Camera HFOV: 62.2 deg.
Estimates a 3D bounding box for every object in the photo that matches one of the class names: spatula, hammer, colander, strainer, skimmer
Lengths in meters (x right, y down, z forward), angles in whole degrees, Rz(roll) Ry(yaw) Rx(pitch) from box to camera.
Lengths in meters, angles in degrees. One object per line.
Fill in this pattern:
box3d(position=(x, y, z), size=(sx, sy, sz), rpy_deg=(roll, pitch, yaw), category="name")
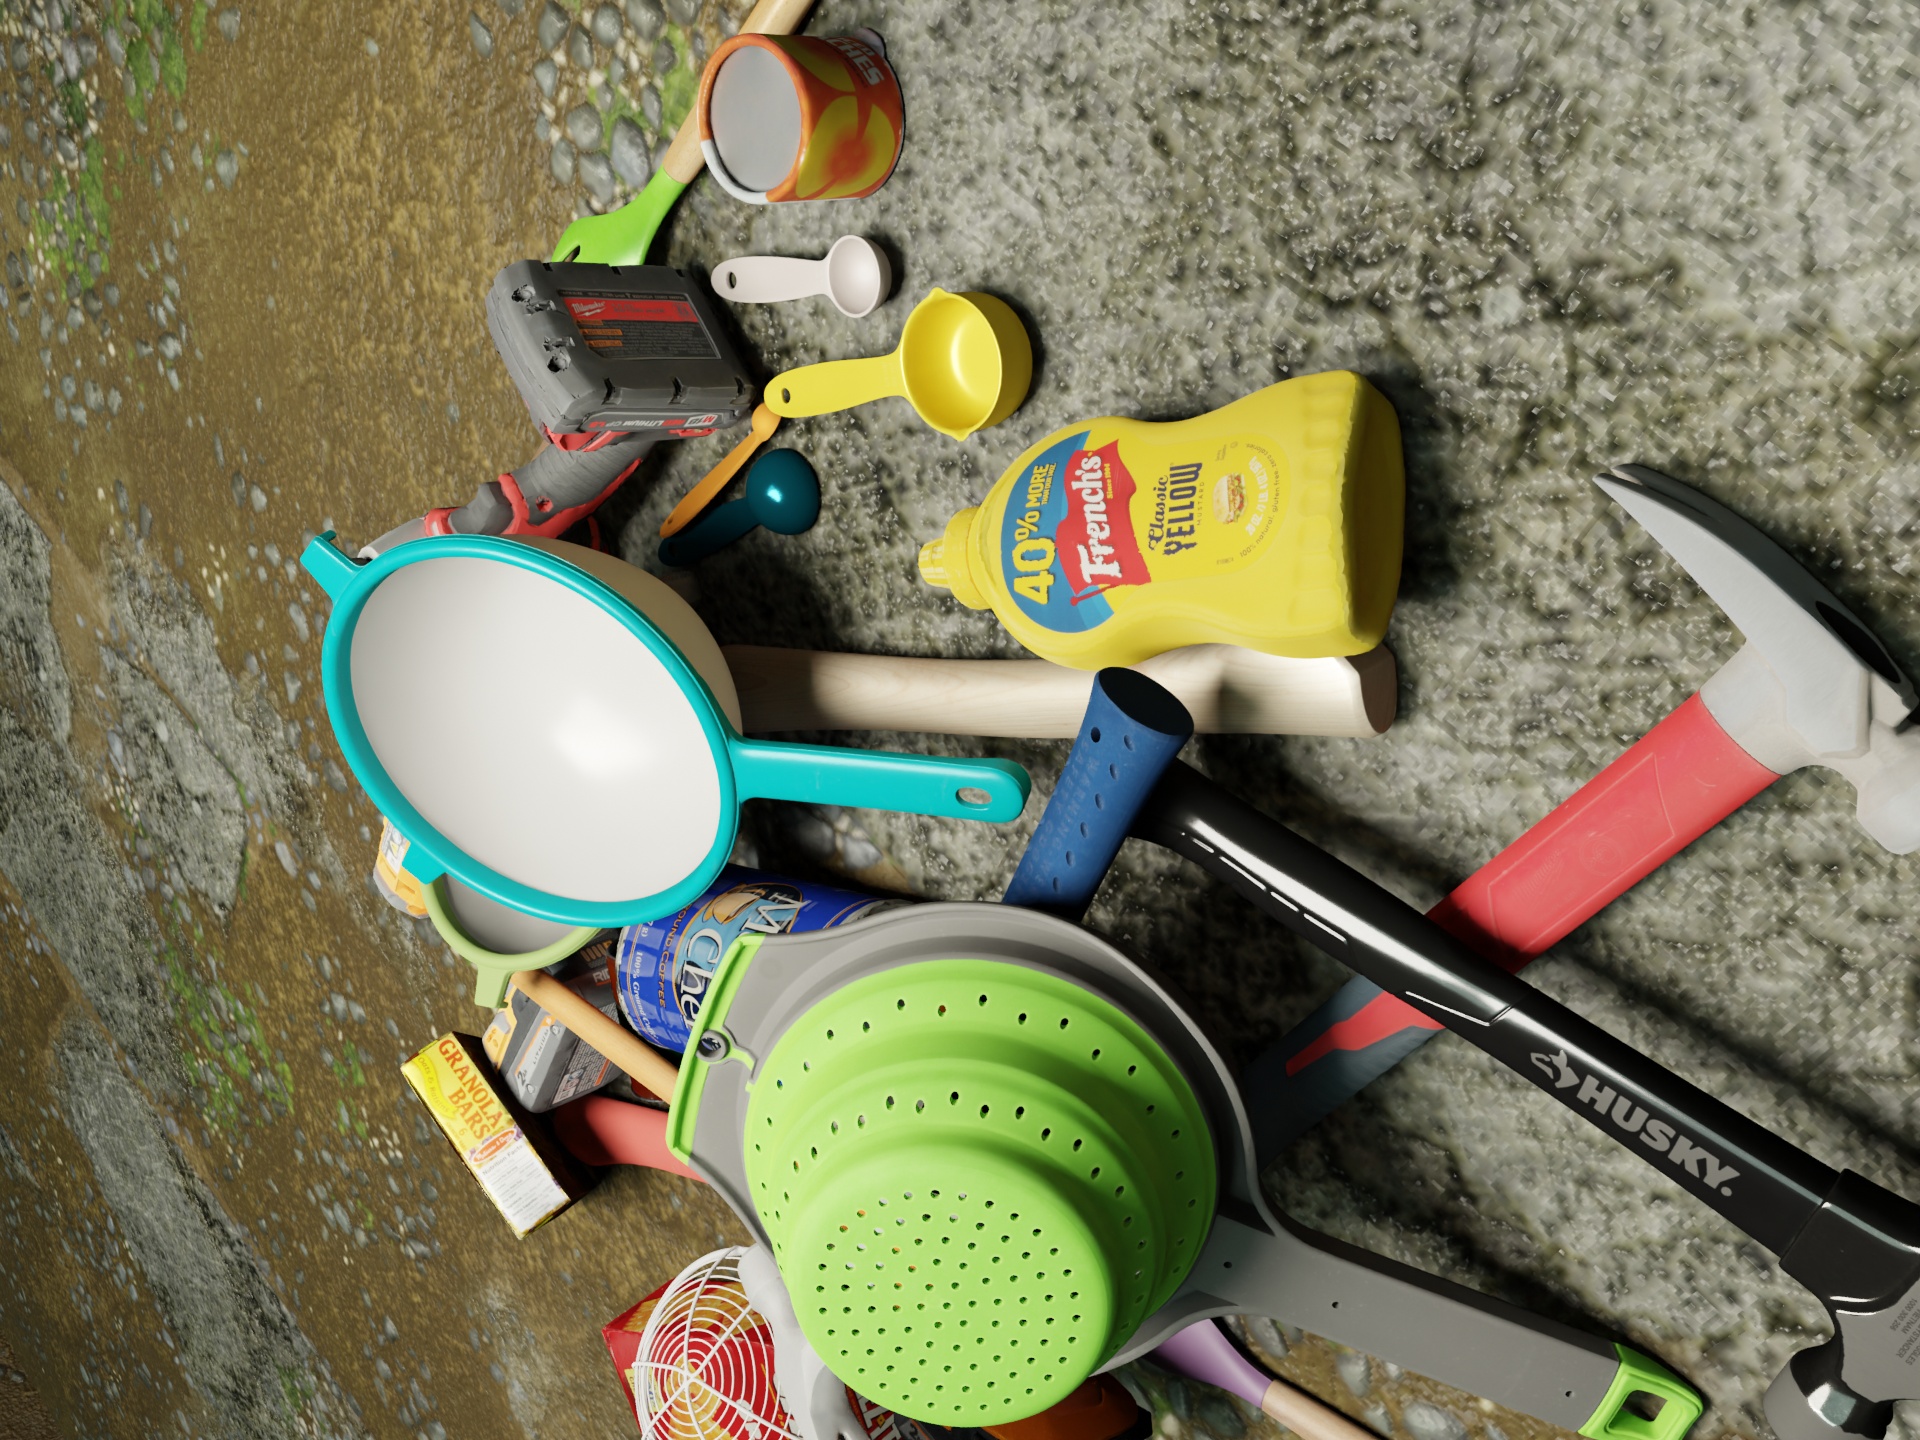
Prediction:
box3d(position=(-0.136, 0.212, 0.836), size=(0.323, 0.041, 0.081), rpy_deg=(33, 126, 12), category="spatula")
box3d(position=(0.165, 0.083, 0.593), size=(0.143, 0.038, 0.386), rpy_deg=(51, 132, 16), category="hammer")
box3d(position=(0.078, 0.203, 0.559), size=(0.397, 0.094, 0.204), rpy_deg=(20, 111, 1), category="colander")
box3d(position=(0.158, 0.308, 0.698), size=(0.316, 0.018, 0.059), rpy_deg=(23, 119, 35), category="spatula")
box3d(position=(0.173, 0.088, 0.536), size=(0.335, 0.035, 0.146), rpy_deg=(34, 126, 31), category="hammer")
box3d(position=(-0.115, 0.247, 0.907), size=(0.359, 0.036, 0.149), rpy_deg=(1, 106, 41), category="hammer")
box3d(position=(-0.245, 0.028, 0.895), size=(0.151, 0.069, 0.257), rpy_deg=(-43, 60, 9), category="strainer")
box3d(position=(-0.001, -0.002, 0.711), size=(0.411, 0.038, 0.146), rpy_deg=(1, 108, 41), category="hammer")
box3d(position=(-0.003, 0.159, 0.652), size=(0.144, 0.035, 0.405), rpy_deg=(56, 133, 44), category="hammer")
box3d(position=(-0.012, 0.416, 0.820), size=(0.363, 0.090, 0.127), rpy_deg=(38, 94, -5), category="skimmer")
box3d(position=(-0.125, -0.004, 0.740), size=(0.340, 0.095, 0.210), rpy_deg=(5, 124, 16), category="strainer")

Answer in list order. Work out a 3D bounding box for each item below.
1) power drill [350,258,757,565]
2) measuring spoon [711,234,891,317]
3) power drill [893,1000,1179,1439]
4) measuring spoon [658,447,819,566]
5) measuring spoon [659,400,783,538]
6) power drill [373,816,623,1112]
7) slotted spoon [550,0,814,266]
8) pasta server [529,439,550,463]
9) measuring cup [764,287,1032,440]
box3d(position=(-0.209, -0.121, 0.778), size=(0.219, 0.143, 0.079), rpy_deg=(-42, 71, 40), category="power drill")
box3d(position=(-0.071, -0.200, 0.717), size=(0.124, 0.018, 0.034), rpy_deg=(15, 115, 45), category="measuring spoon")
box3d(position=(0.035, 0.226, 0.692), size=(0.164, 0.084, 0.226), rpy_deg=(13, 103, 58), category="power drill")
box3d(position=(-0.119, -0.098, 0.788), size=(0.128, 0.021, 0.042), rpy_deg=(-18, 93, 43), category="measuring spoon")
box3d(position=(-0.122, -0.122, 0.781), size=(0.117, 0.011, 0.021), rpy_deg=(-34, 39, 43), category="measuring spoon")
box3d(position=(-0.273, 0.098, 0.965), size=(0.226, 0.084, 0.185), rpy_deg=(48, 130, 24), category="power drill")
box3d(position=(-0.118, -0.269, 0.721), size=(0.313, 0.031, 0.070), rpy_deg=(-39, 77, 42), category="slotted spoon")
box3d(position=(-0.270, -0.090, 0.926), size=(0.060, 0.040, 0.316), rpy_deg=(54, 129, 13), category="pasta server")
box3d(position=(-0.030, -0.150, 0.690), size=(0.156, 0.029, 0.062), rpy_deg=(3, 108, 47), category="measuring cup")
